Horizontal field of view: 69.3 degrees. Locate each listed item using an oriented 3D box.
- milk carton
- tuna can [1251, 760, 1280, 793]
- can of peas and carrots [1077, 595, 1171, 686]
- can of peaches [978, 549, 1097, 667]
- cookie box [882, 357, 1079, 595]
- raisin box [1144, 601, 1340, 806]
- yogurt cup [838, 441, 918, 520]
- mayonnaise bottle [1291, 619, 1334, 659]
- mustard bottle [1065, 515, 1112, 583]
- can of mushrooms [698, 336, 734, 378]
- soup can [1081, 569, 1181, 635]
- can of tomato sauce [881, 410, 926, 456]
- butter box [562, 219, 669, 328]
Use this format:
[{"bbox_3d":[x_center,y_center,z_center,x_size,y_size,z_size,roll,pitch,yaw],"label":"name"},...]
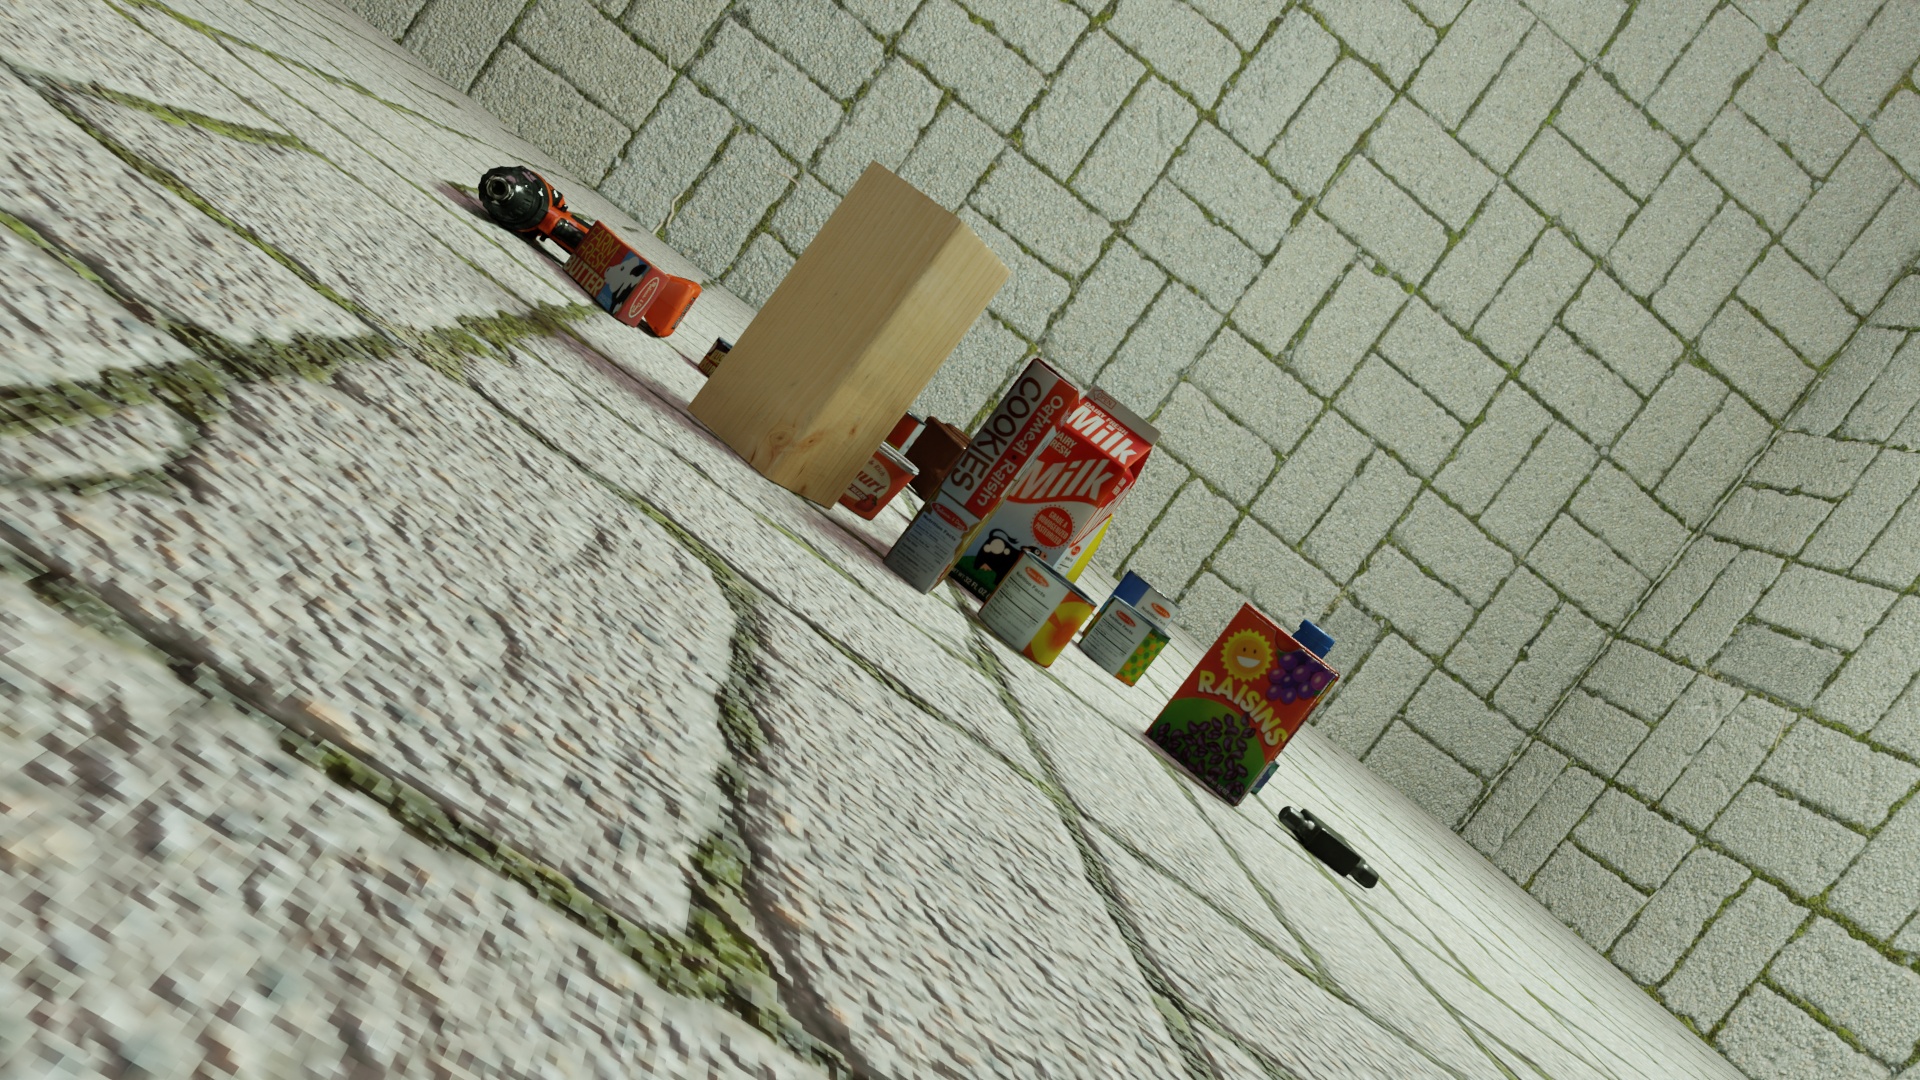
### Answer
[{"bbox_3d":[0.077,-0.029,1.108,0.072,0.190,0.073,38,4,14],"label":"milk carton"},{"bbox_3d":[0.238,0.184,1.188,0.071,0.033,0.071,37,4,-3],"label":"tuna can"},{"bbox_3d":[0.152,0.093,1.282,0.071,0.058,0.071,37,4,-3],"label":"can of peas and carrots"},{"bbox_3d":[0.056,0.050,0.993,0.071,0.058,0.071,37,4,-3],"label":"can of peaches"},{"bbox_3d":[0.017,-0.044,0.951,0.040,0.167,0.123,37,4,2],"label":"cookie box"},{"bbox_3d":[0.208,0.120,1.024,0.086,0.123,0.040,39,4,21],"label":"raisin box"},{"bbox_3d":[-0.074,-0.052,1.054,0.072,0.054,0.072,37,4,-3],"label":"yogurt cup"},{"bbox_3d":[0.298,0.143,1.328,0.041,0.148,0.065,38,4,14],"label":"mayonnaise bottle"},{"bbox_3d":[0.125,-0.012,1.496,0.065,0.160,0.049,39,4,23],"label":"mustard bottle"},{"bbox_3d":[-0.195,-0.147,1.214,0.071,0.033,0.071,37,4,-3],"label":"can of mushrooms"},{"bbox_3d":[0.173,0.081,1.416,0.071,0.083,0.071,37,4,-3],"label":"soup can"},{"bbox_3d":[-0.080,-0.082,1.124,0.071,0.083,0.071,37,4,-3],"label":"can of tomato sauce"},{"bbox_3d":[-0.285,-0.221,1.146,0.104,0.053,0.024,41,5,38],"label":"butter box"}]
